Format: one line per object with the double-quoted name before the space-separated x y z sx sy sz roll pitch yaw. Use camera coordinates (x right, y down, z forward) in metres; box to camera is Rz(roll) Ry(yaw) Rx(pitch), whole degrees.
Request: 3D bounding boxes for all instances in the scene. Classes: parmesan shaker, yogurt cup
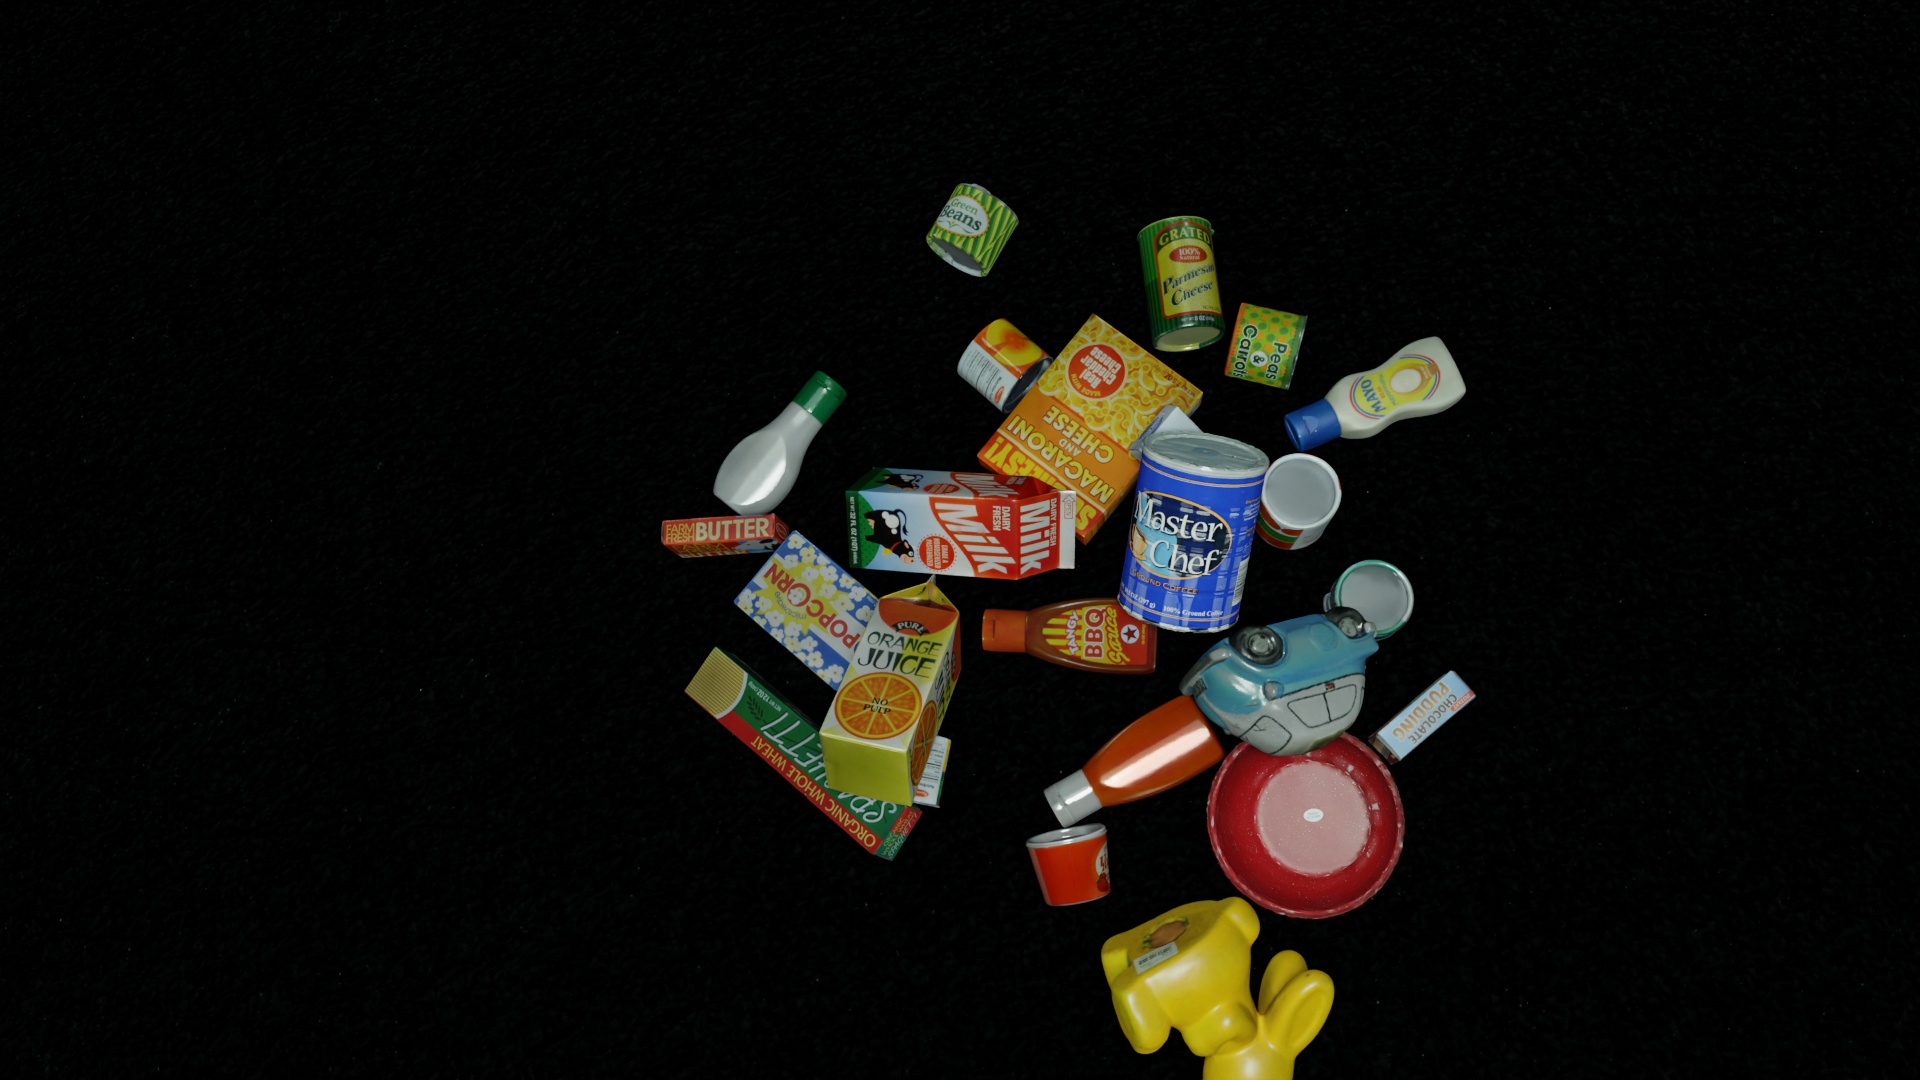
"parmesan shaker" 0.200 -0.227 1.236 0.071 0.071 0.103 -7 77 6
"yogurt cup" 0.092 0.268 1.143 0.072 0.072 0.054 -11 85 5

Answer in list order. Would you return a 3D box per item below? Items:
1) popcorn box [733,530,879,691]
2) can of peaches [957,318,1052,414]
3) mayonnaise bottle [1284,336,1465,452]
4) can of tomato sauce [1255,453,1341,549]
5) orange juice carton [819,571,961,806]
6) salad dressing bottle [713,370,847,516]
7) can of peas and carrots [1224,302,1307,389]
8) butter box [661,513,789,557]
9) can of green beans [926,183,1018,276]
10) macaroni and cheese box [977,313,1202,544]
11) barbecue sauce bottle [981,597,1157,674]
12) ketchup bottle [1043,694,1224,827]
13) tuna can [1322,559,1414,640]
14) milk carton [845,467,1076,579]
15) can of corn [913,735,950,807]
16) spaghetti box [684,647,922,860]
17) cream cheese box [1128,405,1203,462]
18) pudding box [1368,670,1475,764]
"popcorn box" -0.125 0.063 1.227 0.127 0.038 0.085 39 84 13
"can of peaches" 0.041 -0.157 1.242 0.058 0.071 0.071 42 86 14
"mayonnaise bottle" 0.357 -0.121 1.205 0.148 0.041 0.065 -23 78 1
"can of tomato sauce" 0.281 -0.034 1.174 0.071 0.083 0.071 -1 78 7
"orange juice carton" -0.048 0.115 1.141 0.073 0.071 0.194 9 44 13
"salad dressing bottle" -0.162 -0.087 1.262 0.064 0.044 0.148 37 83 15
"can of peas and carrots" 0.266 -0.169 1.213 0.059 0.071 0.071 14 80 11
"butter box" -0.210 -0.004 1.245 0.103 0.053 0.024 -4 76 6
"can of green beans" 0.010 -0.283 1.271 0.071 0.071 0.058 29 83 12
"macaroni and cheese box" 0.115 -0.098 1.231 0.124 0.040 0.166 38 84 13
"barbecue sauce bottle" 0.094 0.080 1.193 0.148 0.043 0.065 2 82 8
"ketchup bottle" 0.143 0.189 1.163 0.149 0.043 0.065 -29 70 0
"tuna can" 0.345 0.051 1.174 0.071 0.032 0.071 -1 78 6
"milk carton" 0.004 -0.015 1.188 0.190 0.074 0.072 5 110 15
"can of corn" -0.046 0.191 1.177 0.071 0.071 0.058 9 79 9
"spaghetti box" -0.136 0.175 1.169 0.250 0.028 0.050 34 89 31
"cream cheese box" 0.200 -0.064 1.199 0.103 0.024 0.053 42 83 -17
"pudding box" 0.378 0.146 1.140 0.084 0.049 0.030 -39 75 -3
